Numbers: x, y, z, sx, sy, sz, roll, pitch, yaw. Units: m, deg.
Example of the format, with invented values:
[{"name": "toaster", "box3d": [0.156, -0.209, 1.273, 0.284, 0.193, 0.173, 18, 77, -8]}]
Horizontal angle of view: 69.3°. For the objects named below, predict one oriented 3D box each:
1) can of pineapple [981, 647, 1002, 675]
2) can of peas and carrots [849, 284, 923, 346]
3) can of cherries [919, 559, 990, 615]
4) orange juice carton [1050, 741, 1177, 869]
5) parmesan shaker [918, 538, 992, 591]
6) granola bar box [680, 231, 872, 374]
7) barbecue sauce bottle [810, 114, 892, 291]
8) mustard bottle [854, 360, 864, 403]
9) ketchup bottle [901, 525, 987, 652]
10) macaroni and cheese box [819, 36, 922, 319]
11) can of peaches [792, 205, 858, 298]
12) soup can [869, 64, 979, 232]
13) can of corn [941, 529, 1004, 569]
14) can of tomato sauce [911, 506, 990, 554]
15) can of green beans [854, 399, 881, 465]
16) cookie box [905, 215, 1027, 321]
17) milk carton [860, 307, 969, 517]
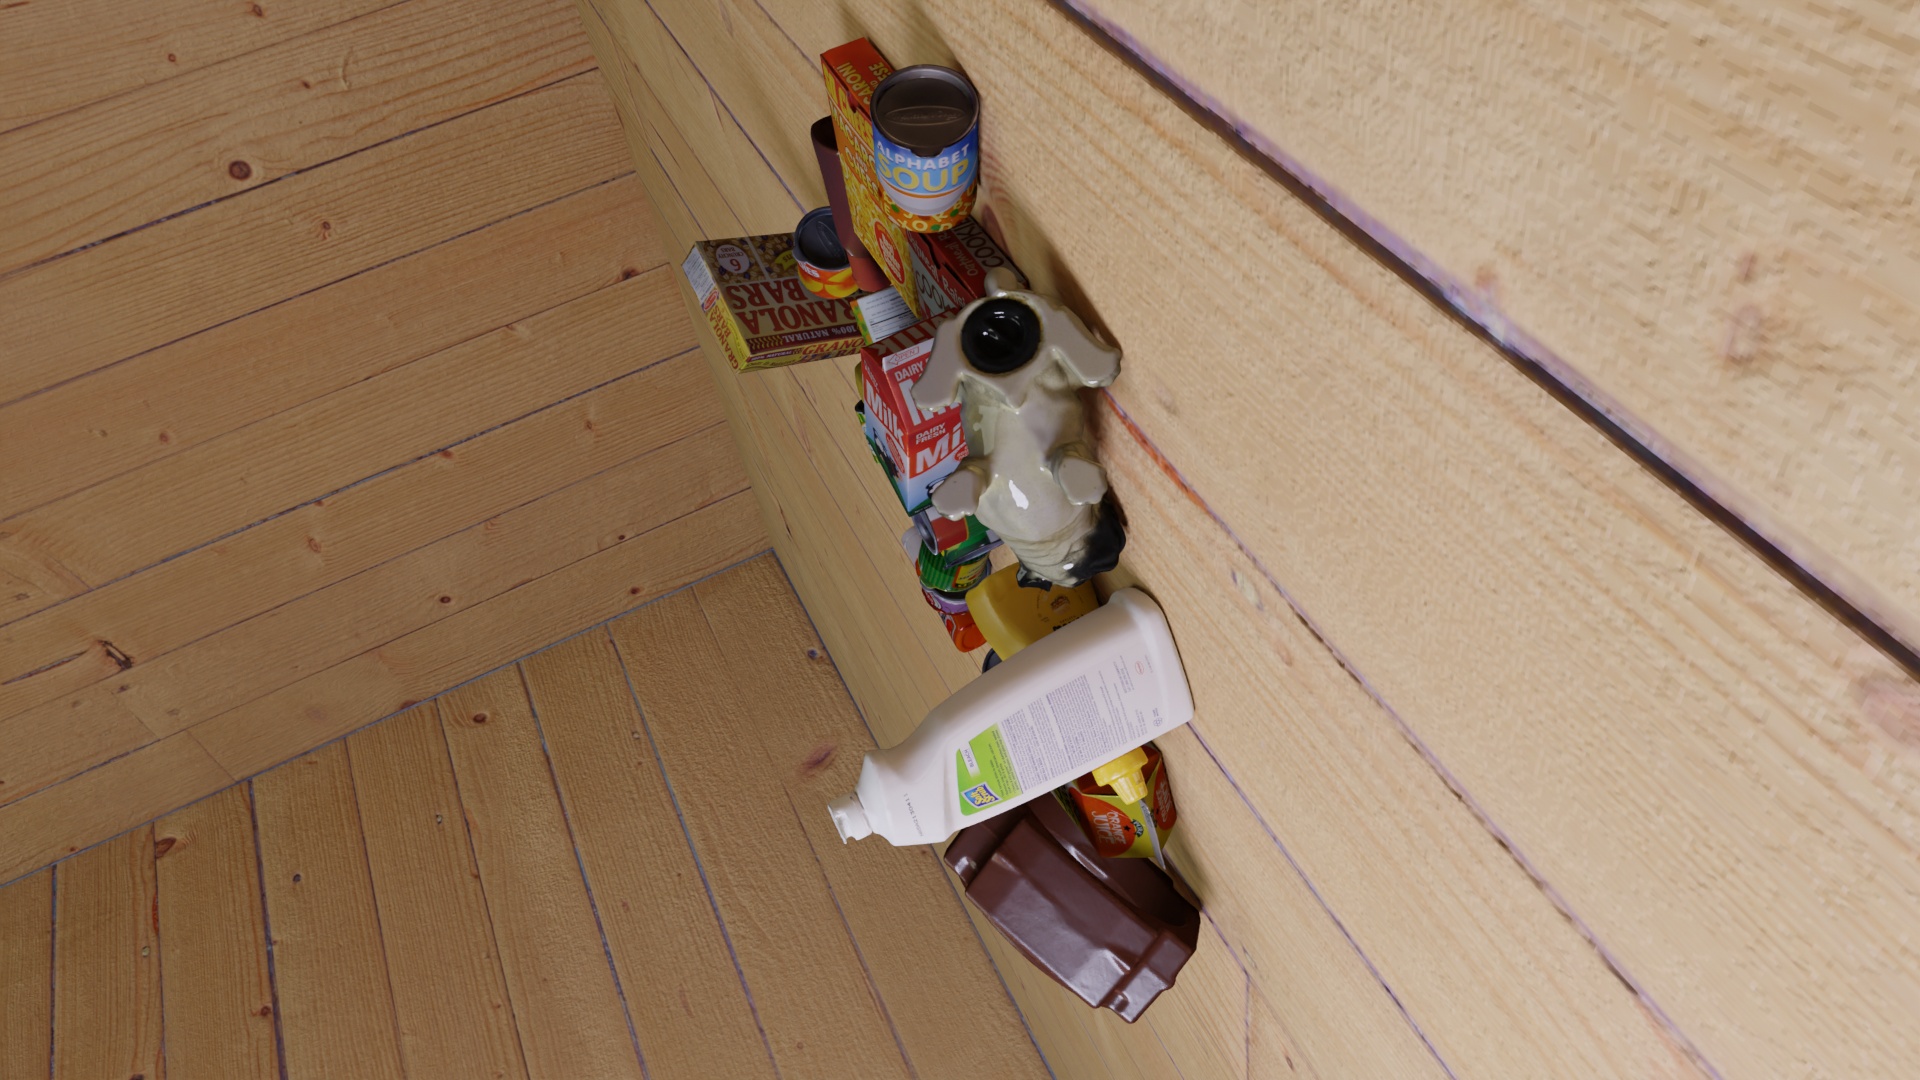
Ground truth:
[{"name": "can of pineapple", "box3d": [0.052, 0.131, 1.310, 0.071, 0.071, 0.057, 62, 168, 19]}, {"name": "can of peas and carrots", "box3d": [-0.050, -0.180, 1.136, 0.058, 0.071, 0.071, 69, 168, -12]}, {"name": "can of cherries", "box3d": [-0.008, 0.037, 1.373, 0.071, 0.071, 0.058, 63, 169, 13]}, {"name": "orange juice carton", "box3d": [0.112, 0.185, 1.122, 0.193, 0.073, 0.071, 48, 159, 56]}, {"name": "parmesan shaker", "box3d": [-0.005, 0.005, 1.297, 0.071, 0.071, 0.102, 63, 168, 13]}, {"name": "granola bar box", "box3d": [-0.161, -0.228, 1.304, 0.039, 0.166, 0.124, -41, 71, 47]}, {"name": "barbecue sauce bottle", "box3d": [-0.085, -0.276, 1.155, 0.065, 0.044, 0.147, 56, 166, 41]}, {"name": "mustard bottle", "box3d": [-0.035, -0.115, 1.220, 0.161, 0.065, 0.048, 47, 164, 42]}, {"name": "ketchup bottle", "box3d": [-0.017, 0.048, 1.512, 0.149, 0.043, 0.064, 60, 167, 30]}, {"name": "macaroni and cheese box", "box3d": [-0.051, -0.265, 1.026, 0.124, 0.040, 0.165, 57, 166, 35]}, {"name": "can of peaches", "box3d": [-0.120, -0.262, 1.272, 0.071, 0.071, 0.058, 63, 169, 14]}, {"name": "soup can", "box3d": [-0.022, -0.240, 0.867, 0.071, 0.071, 0.083, 61, 168, 22]}, {"name": "can of corn", "box3d": [0.004, -0.015, 1.211, 0.071, 0.071, 0.058, 131, 115, -78]}, {"name": "can of tomato sauce", "box3d": [0.003, -0.034, 1.144, 0.071, 0.083, 0.071, 61, 168, 23]}, {"name": "can of green beans", "box3d": [-0.060, -0.111, 1.321, 0.071, 0.071, 0.057, 41, 153, 65]}, {"name": "cookie box", "box3d": [0.011, -0.145, 0.989, 0.123, 0.040, 0.166, 56, 165, 40]}, {"name": "milk carton", "box3d": [-0.021, -0.093, 0.950, 0.073, 0.072, 0.190, 61, 168, 17]}]
